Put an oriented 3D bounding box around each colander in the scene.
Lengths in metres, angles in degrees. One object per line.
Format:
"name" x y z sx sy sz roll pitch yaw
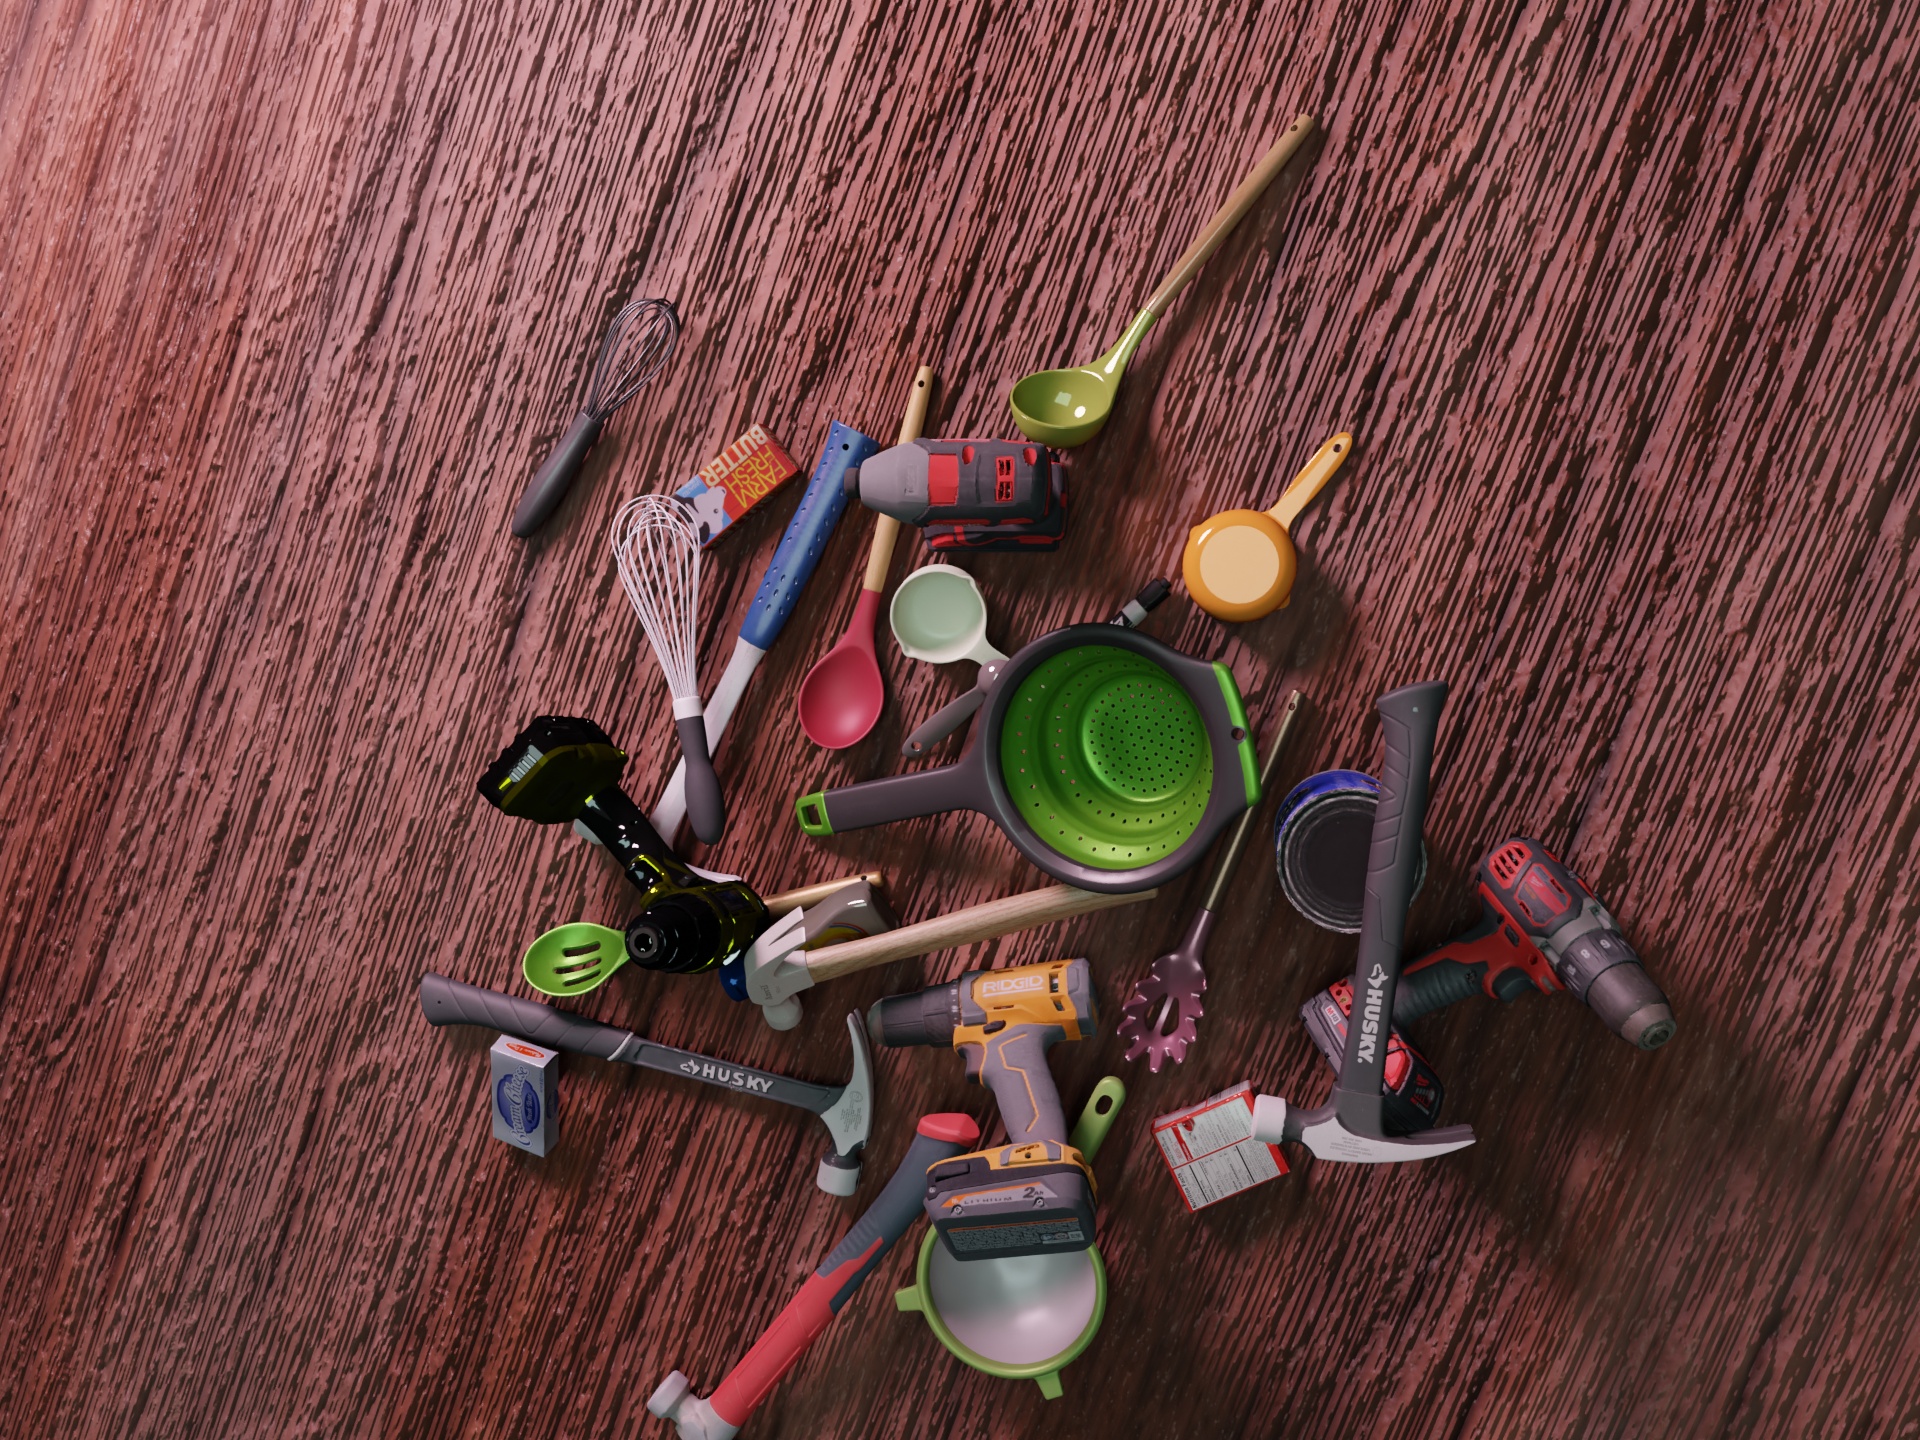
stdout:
"colander" 0.052 0.037 1.247 0.397 0.094 0.204 -12 95 29

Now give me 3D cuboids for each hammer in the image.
"hammer" -0.097 0.476 1.299 0.143 0.038 0.386 39 105 5
"hammer" 0.294 0.137 1.080 0.146 0.035 0.335 8 95 11
"hammer" -0.169 -0.051 1.300 0.144 0.035 0.405 29 98 8
"hammer" -0.267 0.275 1.338 0.409 0.036 0.149 13 94 10
"hammer" -0.008 0.163 1.246 0.331 0.129 0.031 -15 53 -1

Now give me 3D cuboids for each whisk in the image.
"whisk" -0.221 -0.041 1.264 0.070 0.070 0.284 -12 87 11
"whisk" -0.303 -0.247 1.308 0.055 0.055 0.239 38 104 6

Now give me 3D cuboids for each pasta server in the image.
"pasta server" 0.203 0.123 1.239 0.060 0.040 0.316 23 96 12

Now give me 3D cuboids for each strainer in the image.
"strainer" 0.068 0.392 1.266 0.151 0.069 0.256 28 95 9

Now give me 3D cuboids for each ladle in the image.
"ladle" -0.066 -0.130 1.281 0.069 0.031 0.315 15 94 7
"ladle" 0.157 -0.337 1.213 0.320 0.062 0.078 -50 56 6

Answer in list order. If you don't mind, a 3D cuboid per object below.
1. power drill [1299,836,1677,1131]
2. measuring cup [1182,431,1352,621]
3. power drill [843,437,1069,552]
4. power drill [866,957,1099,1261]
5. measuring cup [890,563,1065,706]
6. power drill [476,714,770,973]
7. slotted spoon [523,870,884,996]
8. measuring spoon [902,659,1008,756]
"power drill" 0.380 0.209 1.147 0.226 0.188 0.080 -40 128 11
"measuring cup" 0.239 -0.150 1.208 0.095 0.052 0.173 40 101 6
"power drill" 0.005 -0.167 1.166 0.143 0.219 0.078 1 93 10
"power drill" 0.016 0.287 1.209 0.185 0.226 0.084 -8 135 10
"measuring cup" 0.019 -0.060 1.269 0.167 0.038 0.083 38 108 -11
"power drill" -0.257 0.102 1.213 0.228 0.190 0.080 45 97 10
"slotted spoon" -0.213 0.171 1.322 0.314 0.031 0.070 -16 52 8
"measuring spoon" -0.002 -0.004 1.266 0.124 0.018 0.034 -38 110 24
